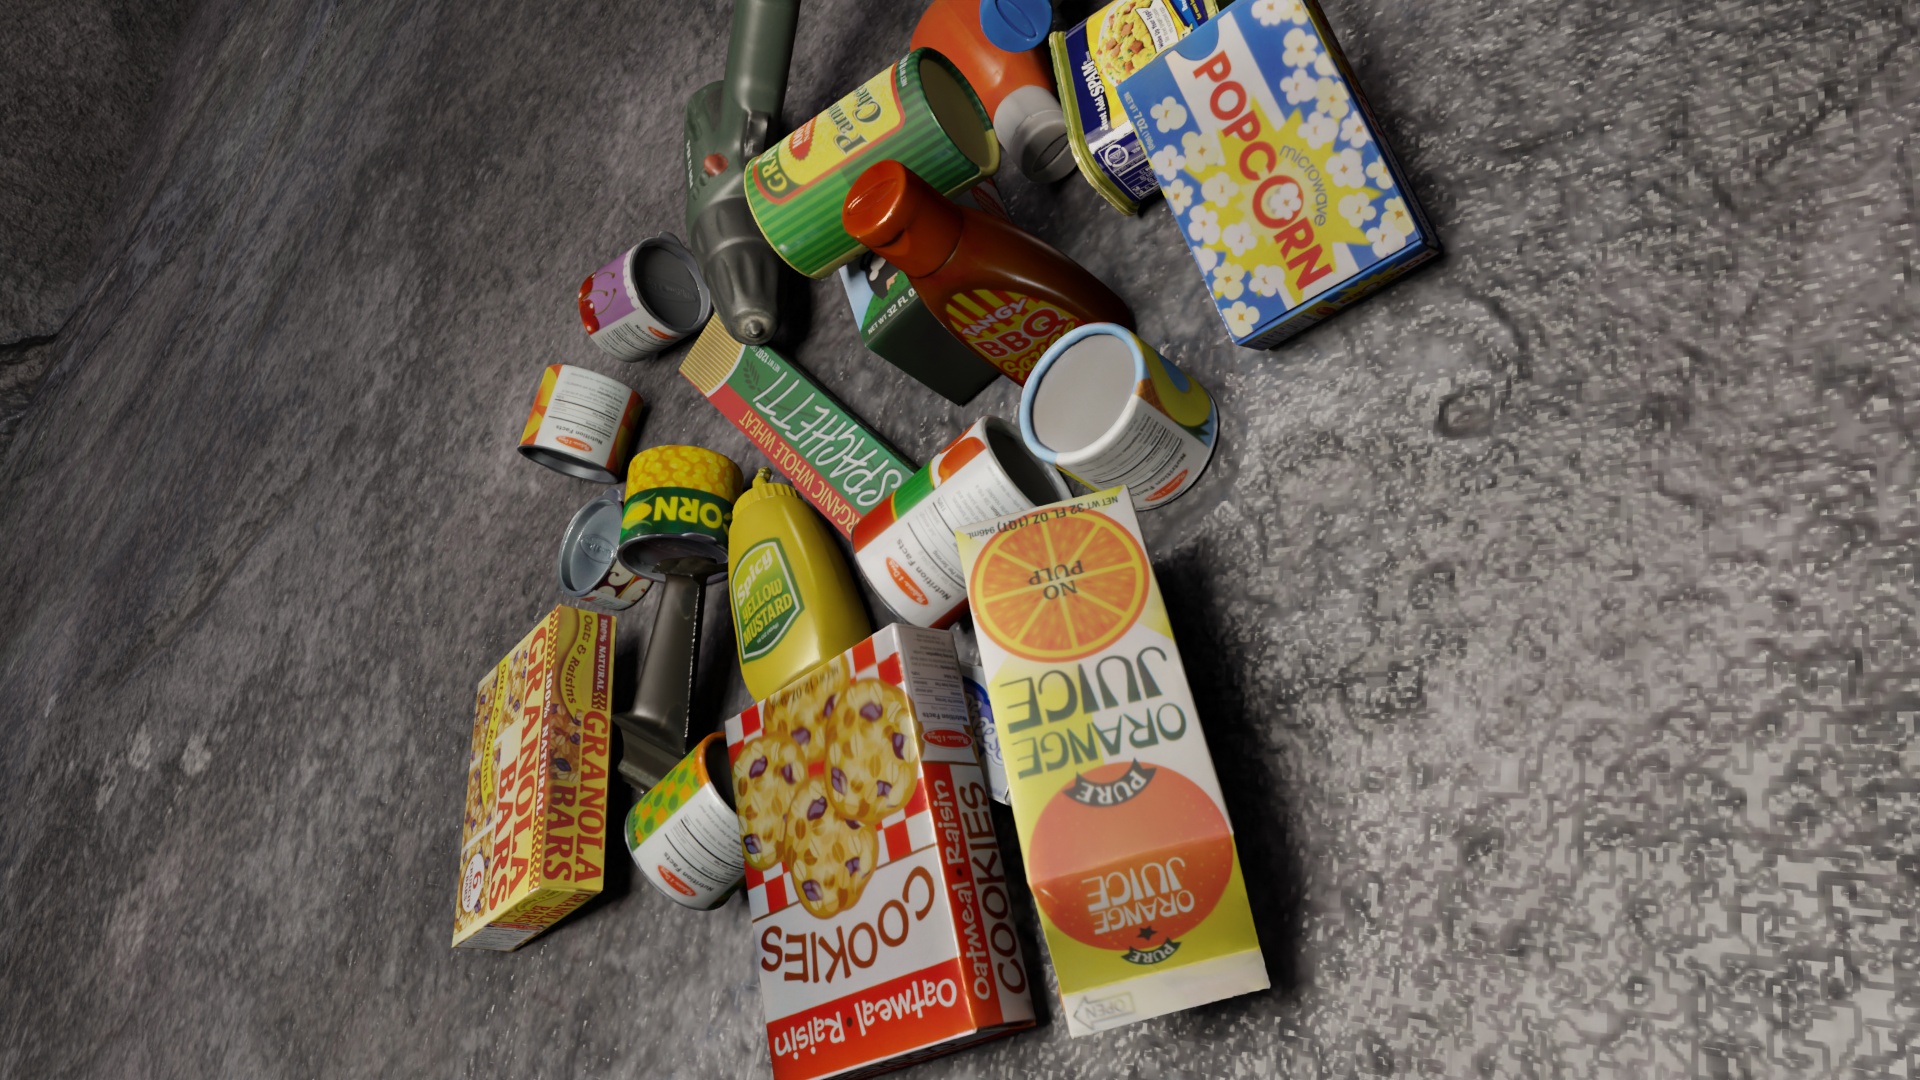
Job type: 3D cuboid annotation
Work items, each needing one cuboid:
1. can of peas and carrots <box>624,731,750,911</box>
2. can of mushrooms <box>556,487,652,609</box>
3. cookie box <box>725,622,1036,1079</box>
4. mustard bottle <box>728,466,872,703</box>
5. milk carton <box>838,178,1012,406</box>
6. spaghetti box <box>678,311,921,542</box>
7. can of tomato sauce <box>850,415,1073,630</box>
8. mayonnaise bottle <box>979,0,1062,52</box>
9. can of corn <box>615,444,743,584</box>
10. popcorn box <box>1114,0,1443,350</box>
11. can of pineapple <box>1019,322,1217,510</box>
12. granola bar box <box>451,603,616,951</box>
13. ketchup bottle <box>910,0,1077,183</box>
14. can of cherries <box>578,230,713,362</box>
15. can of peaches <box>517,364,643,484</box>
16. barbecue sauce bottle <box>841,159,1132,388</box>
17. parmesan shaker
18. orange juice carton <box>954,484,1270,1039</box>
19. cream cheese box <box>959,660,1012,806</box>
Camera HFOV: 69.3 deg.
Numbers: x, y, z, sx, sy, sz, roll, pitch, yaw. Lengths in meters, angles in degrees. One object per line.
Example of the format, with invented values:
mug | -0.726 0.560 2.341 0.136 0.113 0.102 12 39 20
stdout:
can of peas and carrots | -0.119 0.134 0.677 0.058 0.071 0.071 -44 46 18
can of mushrooms | -0.214 0.006 0.855 0.071 0.033 0.071 -21 56 36
cookie box | -0.040 0.137 0.596 0.122 0.040 0.168 -31 60 36
mustard bottle | -0.091 0.018 0.721 0.065 0.049 0.161 -42 47 22
milk carton | -0.023 -0.170 0.733 0.072 0.073 0.191 -39 47 22
spaghetti box | -0.089 -0.064 0.775 0.050 0.028 0.251 -56 43 7
can of tomato sauce | 0.002 -0.008 0.635 0.083 0.071 0.071 -39 48 22
mayonnaise bottle | 0.031 -0.307 0.734 0.041 0.064 0.149 -34 33 30
can of corn | -0.156 -0.015 0.786 0.071 0.071 0.058 -21 57 36
popcorn box | 0.130 -0.153 0.572 0.085 0.038 0.127 -29 79 31
can of pineapple | 0.067 -0.054 0.601 0.071 0.058 0.071 -21 57 36
granola bar box | -0.243 0.137 0.796 0.123 0.039 0.166 -37 47 41
ketchup bottle | 0.022 -0.247 0.752 0.064 0.043 0.149 -43 47 19
can of cherries | -0.205 -0.158 0.905 0.058 0.071 0.072 -20 57 37
can of peaches | -0.247 -0.075 0.903 0.071 0.071 0.058 3 72 44
barbecue sauce bottle | 0.011 -0.116 0.619 0.064 0.148 0.044 -24 55 34
parmesan shaker | -0.041 -0.177 0.652 0.103 0.071 0.071 -25 54 28
orange juice carton | 0.054 0.081 0.519 0.072 0.072 0.193 -14 56 3
cream cheese box | -0.001 0.082 0.621 0.104 0.024 0.053 10 77 45
